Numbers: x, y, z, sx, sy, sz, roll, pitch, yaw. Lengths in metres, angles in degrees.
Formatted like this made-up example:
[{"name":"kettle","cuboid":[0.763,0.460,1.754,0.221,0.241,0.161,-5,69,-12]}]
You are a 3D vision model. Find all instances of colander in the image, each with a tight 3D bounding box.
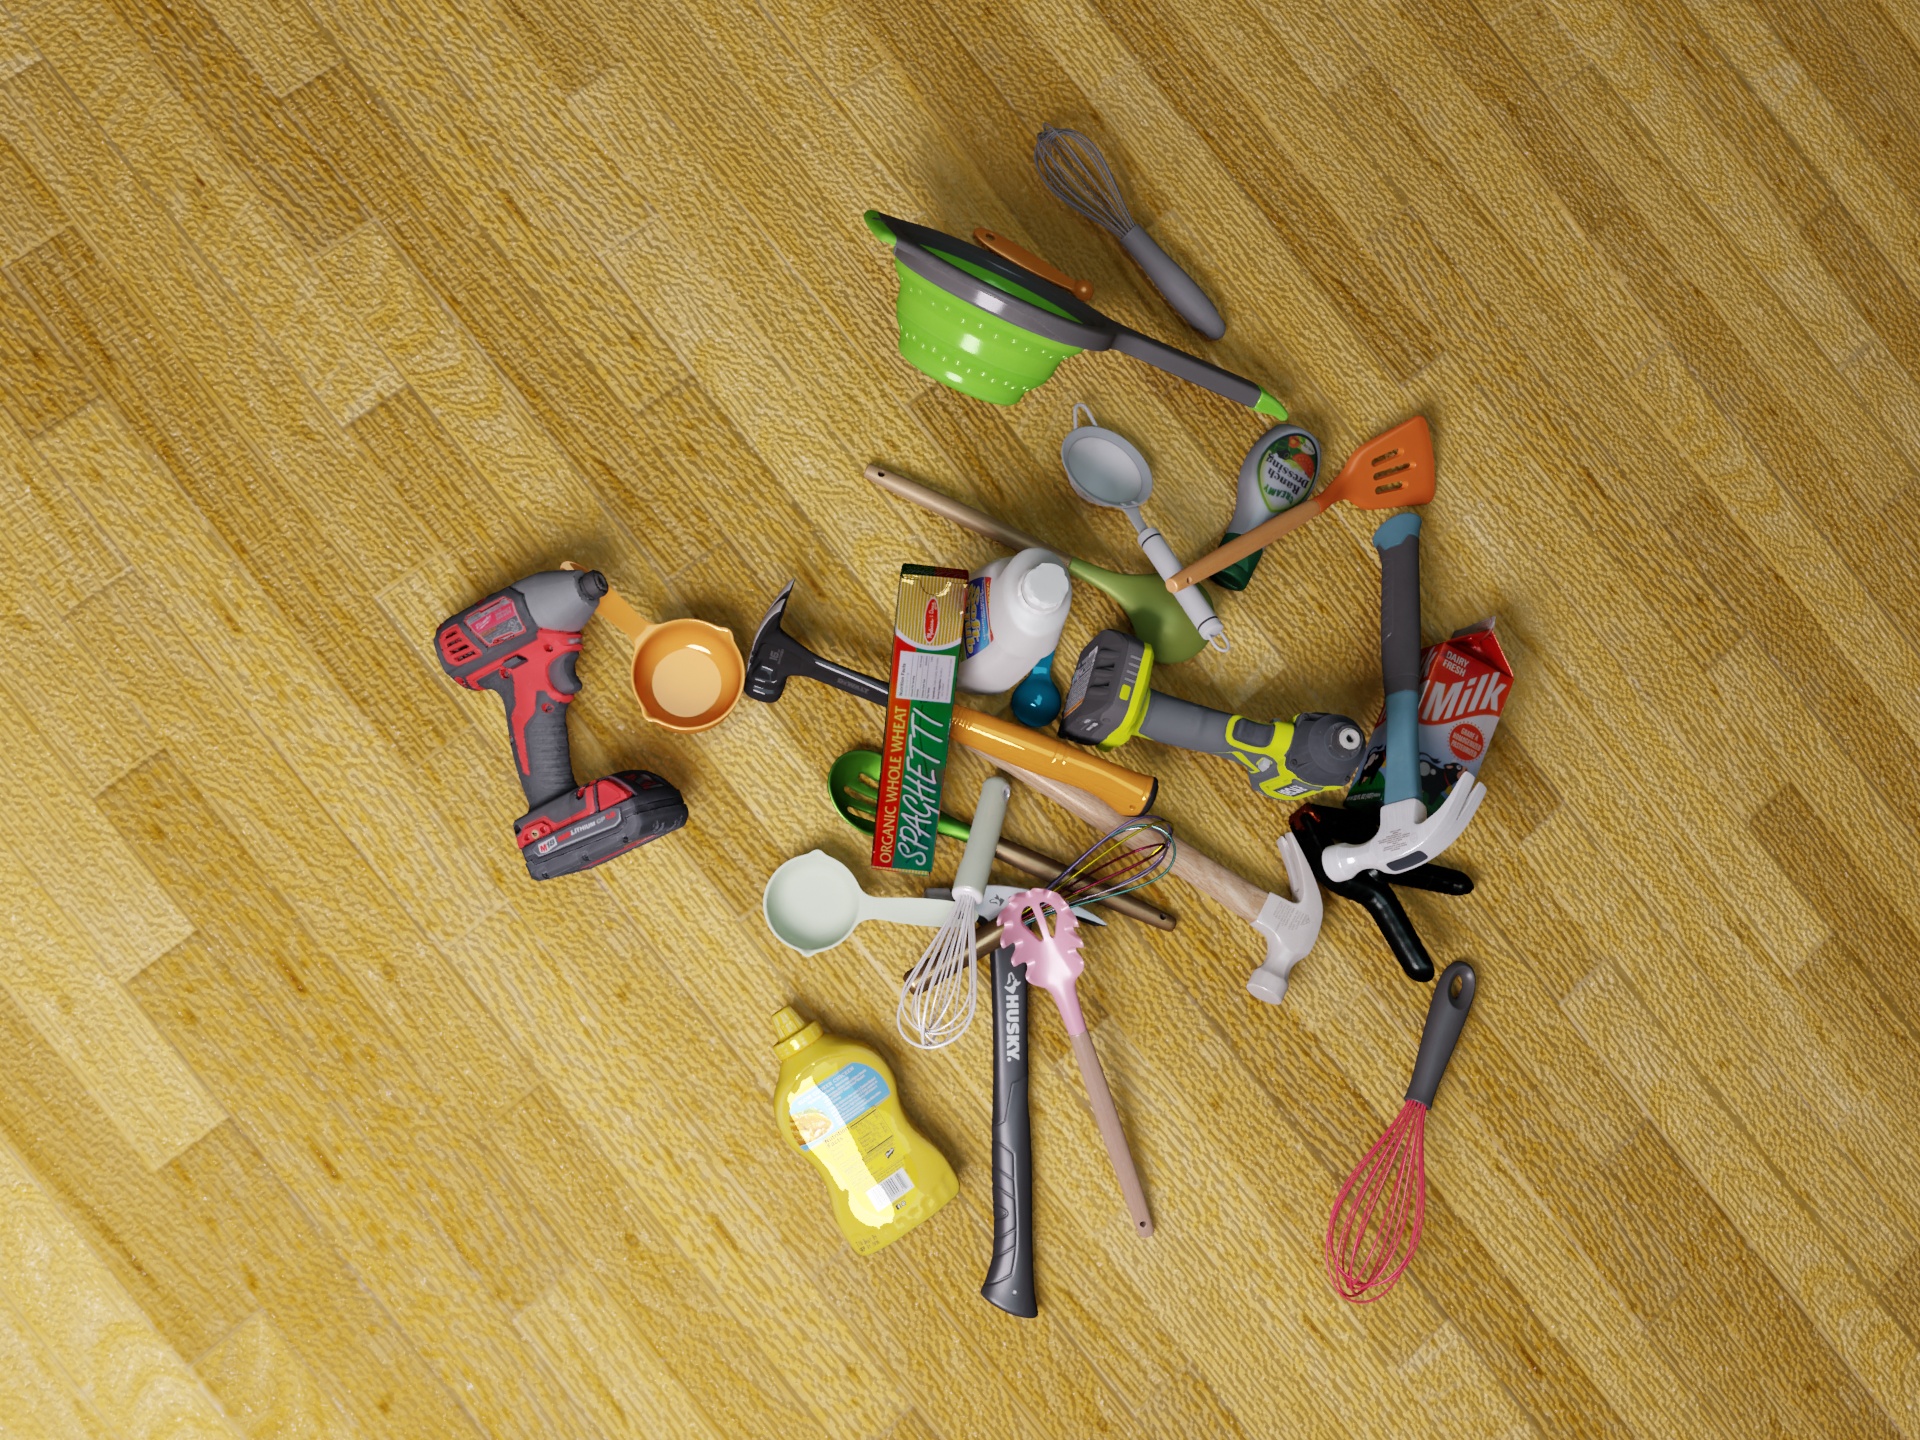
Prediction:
[{"name":"colander","cuboid":[0.088,-0.295,1.318,0.396,0.205,0.094,18,113,-20]}]

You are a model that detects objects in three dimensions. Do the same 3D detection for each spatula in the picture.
[{"name":"spatula","cuboid":[0.287,-0.170,1.327,0.322,0.041,0.081,-29,117,-34]}]

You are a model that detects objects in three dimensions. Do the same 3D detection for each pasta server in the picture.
[{"name":"pasta server","cuboid":[0.099,0.267,1.231,0.060,0.040,0.316,-17,103,9]}]

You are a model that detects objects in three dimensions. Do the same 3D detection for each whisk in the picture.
[{"name":"whisk","cuboid":[0.003,0.141,1.214,0.059,0.057,0.247,1,49,19]},{"name":"whisk","cuboid":[0.065,0.148,1.245,0.245,0.047,0.051,-30,86,-6]},{"name":"whisk","cuboid":[0.368,0.333,1.305,0.073,0.073,0.296,27,72,-6]},{"name":"whisk","cuboid":[0.148,-0.422,1.377,0.055,0.055,0.239,-44,95,-13]}]

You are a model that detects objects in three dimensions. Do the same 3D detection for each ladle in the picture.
[{"name":"ladle","cuboid":[0.066,-0.138,1.329,0.320,0.062,0.078,25,78,1]}]

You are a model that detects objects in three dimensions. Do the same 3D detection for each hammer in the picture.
[{"name":"hammer","cuboid":[0.151,0.091,1.304,0.331,0.031,0.130,32,69,-2]},{"name":"hammer","cuboid":[0.045,0.298,1.259,0.146,0.035,0.335,1,82,-10]},{"name":"hammer","cuboid":[-0.002,-0.004,1.238,0.337,0.127,0.034,22,54,-3]},{"name":"hammer","cuboid":[0.361,-0.030,1.308,0.033,0.128,0.331,34,52,-37]}]

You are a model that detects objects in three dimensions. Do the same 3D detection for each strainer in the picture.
[{"name":"strainer","cuboid":[0.149,-0.154,1.307,0.087,0.050,0.259,-12,59,-32]}]

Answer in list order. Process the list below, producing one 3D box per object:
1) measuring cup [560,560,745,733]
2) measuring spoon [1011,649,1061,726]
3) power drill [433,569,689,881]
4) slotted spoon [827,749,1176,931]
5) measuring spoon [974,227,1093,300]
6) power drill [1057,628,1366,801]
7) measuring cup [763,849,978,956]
[{"name":"measuring cup","cuboid":[-0.246,-0.060,1.250,0.173,0.052,0.095,42,77,-1]},{"name":"measuring spoon","cuboid":[0.069,-0.056,1.302,0.042,0.021,0.128,7,99,-7]},{"name":"power drill","cuboid":[-0.297,-0.003,1.197,0.143,0.078,0.220,-25,85,17]},{"name":"slotted spoon","cuboid":[0.034,0.107,1.289,0.313,0.031,0.070,24,61,-8]},{"name":"measuring spoon","cuboid":[0.064,-0.396,1.371,0.117,0.011,0.021,27,59,-6]},{"name":"power drill","cuboid":[0.202,0.002,1.264,0.223,0.171,0.080,17,79,-4]},{"name":"measuring cup","cuboid":[-0.070,0.148,1.250,0.167,0.038,0.083,5,80,-3]}]
